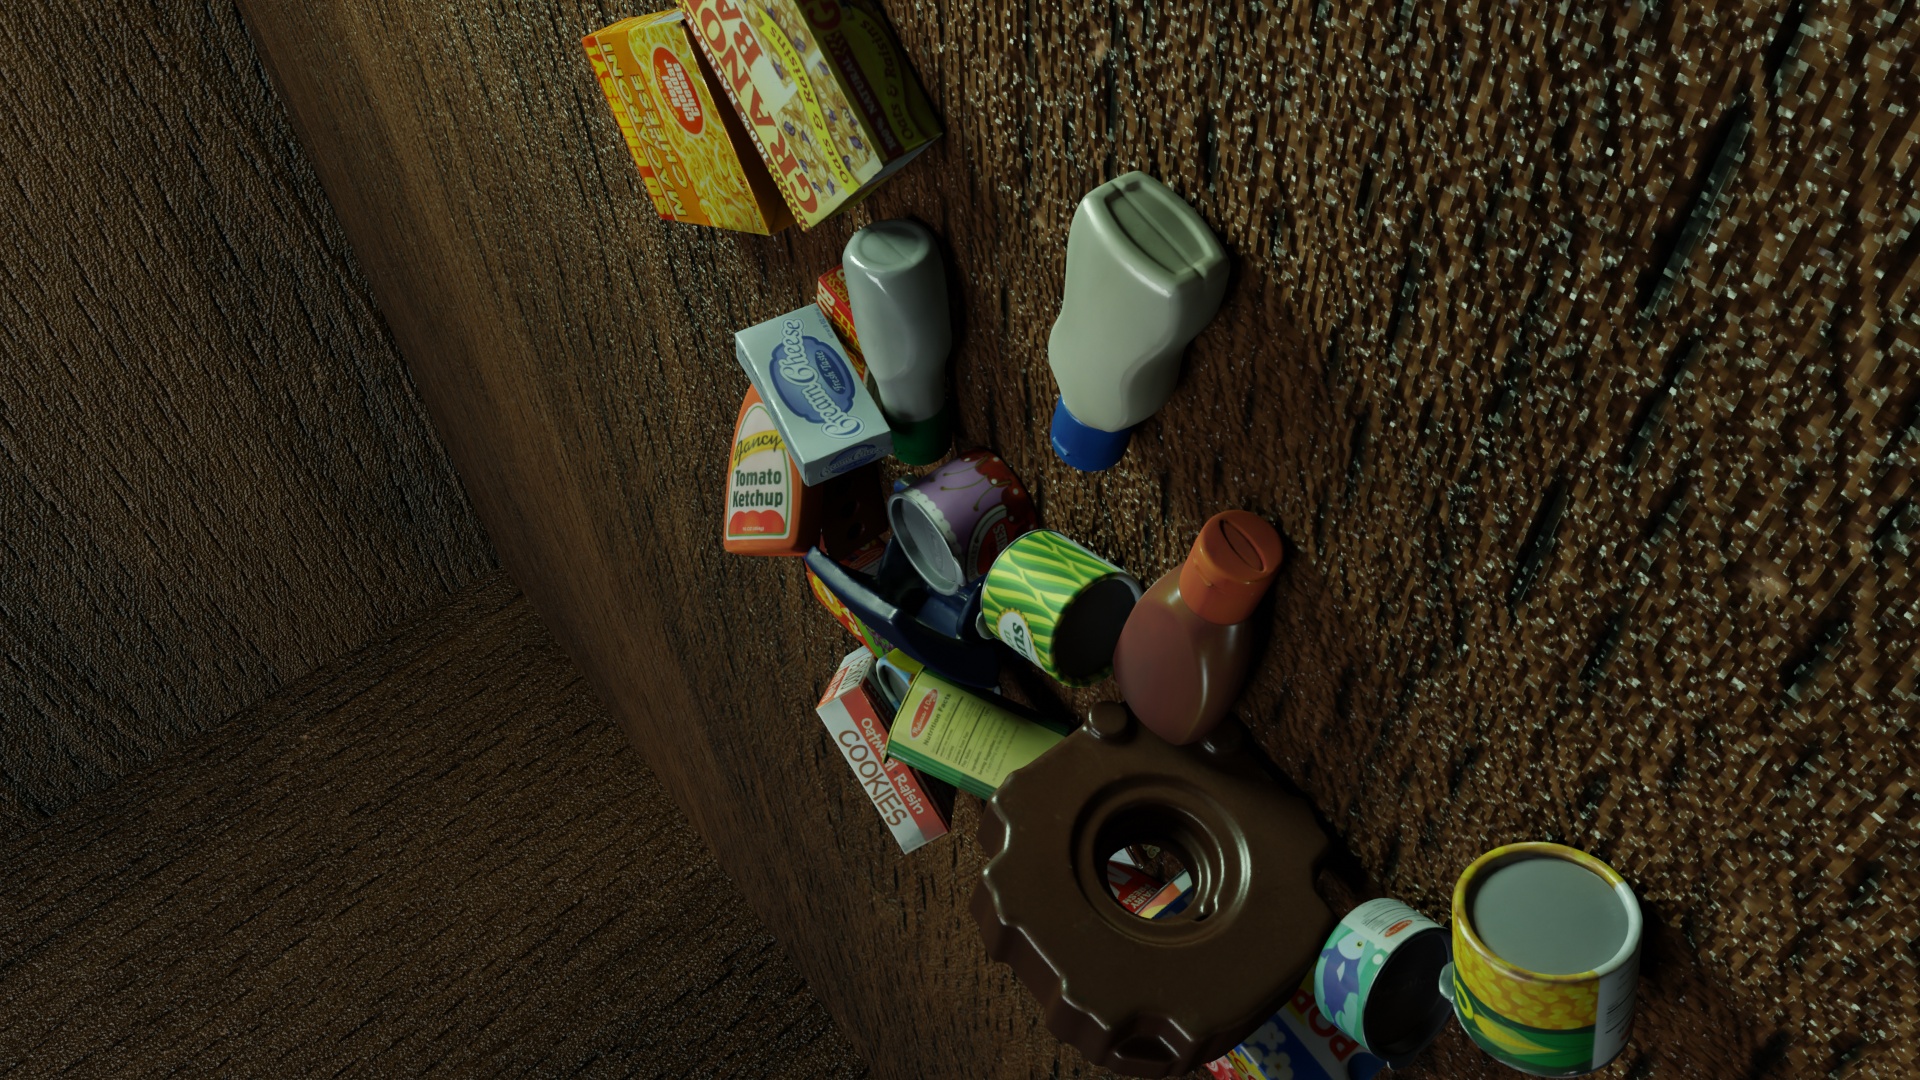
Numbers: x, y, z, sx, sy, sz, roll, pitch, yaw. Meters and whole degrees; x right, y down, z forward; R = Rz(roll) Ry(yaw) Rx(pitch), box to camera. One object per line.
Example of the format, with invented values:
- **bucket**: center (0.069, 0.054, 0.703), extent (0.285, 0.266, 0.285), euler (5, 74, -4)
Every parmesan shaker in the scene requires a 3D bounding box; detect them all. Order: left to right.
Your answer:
- **parmesan shaker**: center (0.011, 0.131, 0.888), extent (0.103, 0.071, 0.071), euler (24, 150, 8)

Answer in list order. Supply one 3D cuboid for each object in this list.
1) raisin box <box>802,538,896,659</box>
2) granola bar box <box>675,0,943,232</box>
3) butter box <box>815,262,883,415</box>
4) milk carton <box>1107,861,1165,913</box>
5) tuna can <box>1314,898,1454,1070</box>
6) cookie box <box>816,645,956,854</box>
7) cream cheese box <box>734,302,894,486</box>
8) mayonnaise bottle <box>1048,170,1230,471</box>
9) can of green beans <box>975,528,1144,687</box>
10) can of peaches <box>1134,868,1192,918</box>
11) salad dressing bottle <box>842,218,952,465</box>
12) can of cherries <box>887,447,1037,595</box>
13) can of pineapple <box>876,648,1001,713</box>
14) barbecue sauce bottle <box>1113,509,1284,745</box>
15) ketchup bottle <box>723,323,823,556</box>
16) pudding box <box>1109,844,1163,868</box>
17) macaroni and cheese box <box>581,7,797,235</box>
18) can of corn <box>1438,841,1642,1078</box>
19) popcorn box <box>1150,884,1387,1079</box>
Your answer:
- **raisin box**: center (-0.070, 0.037, 1.030), extent (0.124, 0.040, 0.085), euler (40, 154, 39)
- **granola bar box**: center (-0.084, -0.245, 0.674), extent (0.165, 0.039, 0.124), euler (61, 158, -9)
- **butter box**: center (-0.063, -0.115, 0.828), extent (0.053, 0.024, 0.103), euler (51, 158, 16)
- **milk carton**: center (0.098, 0.266, 0.935), extent (0.190, 0.072, 0.073), euler (11, 130, 63)
- **tuna can**: center (0.197, 0.203, 0.638), extent (0.033, 0.071, 0.070), euler (25, 142, 56)
- **cookie box**: center (-0.049, 0.147, 1.040), extent (0.123, 0.040, 0.168), euler (58, -174, -5)
- **cream cheese box**: center (-0.083, -0.082, 0.776), extent (0.104, 0.053, 0.024), euler (59, 165, 28)
- **mayonnaise bottle**: center (0.065, -0.081, 0.574), extent (0.065, 0.041, 0.147), euler (52, 159, 19)
- **can of green beans**: center (0.054, 0.035, 0.722), extent (0.058, 0.071, 0.071), euler (33, 148, 46)
- **can of peaches**: center (0.138, 0.219, 0.790), extent (0.058, 0.071, 0.071), euler (49, 157, 20)
- **salad dressing bottle**: center (-0.029, -0.102, 0.747), extent (0.064, 0.044, 0.147), euler (45, 157, 33)
- **can of cherries**: center (0.003, -0.010, 0.782), extent (0.071, 0.058, 0.071), euler (45, 154, 29)
- **can of pineapple**: center (-0.016, 0.097, 0.969), extent (0.071, 0.058, 0.070), euler (45, 155, 28)
- **barbecue sauce bottle**: center (0.110, 0.039, 0.638), extent (0.065, 0.044, 0.147), euler (55, 159, 23)
- **ketchup bottle**: center (-0.118, -0.064, 0.897), extent (0.064, 0.043, 0.149), euler (-1, 84, 29)
- **pudding box**: center (0.093, 0.175, 0.877), extent (0.049, 0.030, 0.083), euler (59, 159, -6)
- **macaroni and cheese box**: center (-0.156, -0.249, 0.825), extent (0.166, 0.040, 0.123), euler (24, 141, 54)
- **can of corn**: center (0.219, 0.157, 0.527), extent (0.071, 0.071, 0.058), euler (33, 147, 46)
- **popcorn box**: center (0.163, 0.229, 0.723), extent (0.127, 0.085, 0.038), euler (50, 158, 19)
